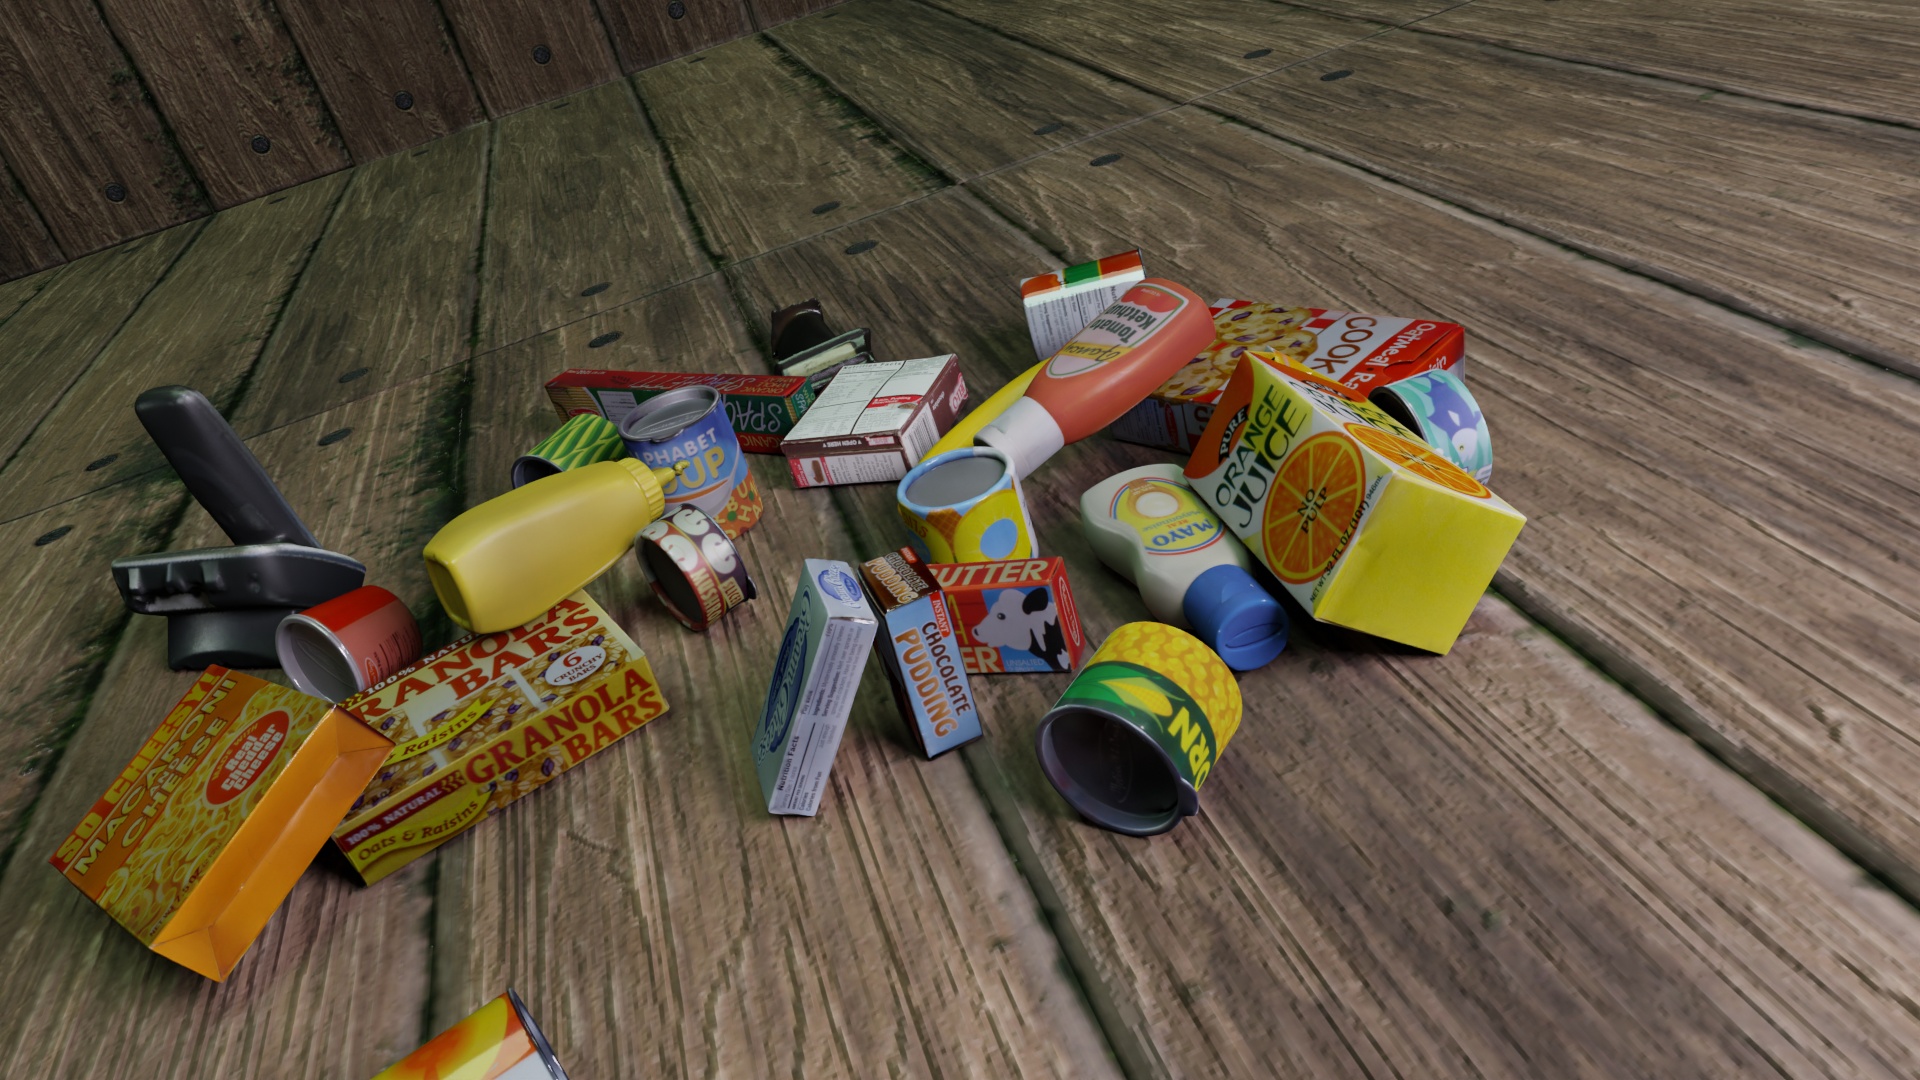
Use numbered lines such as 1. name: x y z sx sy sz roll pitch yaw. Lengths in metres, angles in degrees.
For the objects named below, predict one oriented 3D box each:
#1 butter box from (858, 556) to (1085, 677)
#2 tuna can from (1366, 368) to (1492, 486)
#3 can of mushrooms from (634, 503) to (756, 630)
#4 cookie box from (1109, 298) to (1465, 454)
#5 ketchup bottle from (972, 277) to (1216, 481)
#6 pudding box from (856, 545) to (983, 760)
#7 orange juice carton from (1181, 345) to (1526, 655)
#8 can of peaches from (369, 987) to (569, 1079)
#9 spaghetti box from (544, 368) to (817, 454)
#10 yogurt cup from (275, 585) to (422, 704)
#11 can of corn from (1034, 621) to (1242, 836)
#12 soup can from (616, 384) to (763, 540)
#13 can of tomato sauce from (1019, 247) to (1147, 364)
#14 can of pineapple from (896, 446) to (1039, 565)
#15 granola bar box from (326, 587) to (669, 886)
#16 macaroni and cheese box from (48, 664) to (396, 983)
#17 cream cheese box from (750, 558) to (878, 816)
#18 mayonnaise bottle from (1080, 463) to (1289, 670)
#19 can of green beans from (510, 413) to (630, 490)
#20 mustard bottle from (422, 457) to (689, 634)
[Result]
1. butter box: 0.004 0.038 0.671 0.103 0.053 0.024 -4 30 22
2. tuna can: 0.232 -0.048 0.686 0.033 0.070 0.071 -19 30 -5
3. can of mushrooms: -0.148 0.017 0.775 0.033 0.070 0.071 -36 35 -29
4. cookie box: 0.186 -0.092 0.806 0.123 0.040 0.167 -37 35 -31
5. ketchup bottle: 0.073 -0.089 0.790 0.149 0.043 0.065 -40 37 -14
6. pudding box: -0.019 0.051 0.632 0.030 0.083 0.050 -21 29 -11
7. orange juice carton: 0.169 -0.030 0.656 0.073 0.071 0.193 16 21 -22
8. can of peaches: -0.165 0.199 0.479 0.058 0.071 0.071 -31 32 -22
9. spaghetti box: -0.201 -0.094 1.001 0.250 0.050 0.029 6 38 34
10. yogurt cup: -0.353 0.062 0.808 0.072 0.072 0.054 2 27 31
11. can of corn: 0.075 0.076 0.559 0.071 0.071 0.058 6 37 35
12. soup can: -0.167 -0.044 0.865 0.071 0.083 0.072 -13 30 8
13. can of tomato sauce: 0.088 -0.155 0.939 0.083 0.071 0.071 -13 30 9
14. can of pineapple: 0.003 -0.009 0.746 0.071 0.057 0.071 -13 30 8
15. granola bar box: -0.251 0.093 0.724 0.166 0.039 0.124 -30 31 -21
16. macaroni and cheese box: -0.359 0.129 0.671 0.166 0.040 0.124 4 55 44
17. cream cheese box: -0.067 0.066 0.620 0.024 0.103 0.053 9 23 -23
18. mayonnaise bottle: 0.110 0.010 0.674 0.065 0.041 0.148 -18 29 -8
19. can of green beans: -0.255 -0.043 0.928 0.071 0.071 0.058 4 35 32
20. mustard bottle: -0.216 -0.008 0.778 0.049 0.065 0.161 16 37 40
